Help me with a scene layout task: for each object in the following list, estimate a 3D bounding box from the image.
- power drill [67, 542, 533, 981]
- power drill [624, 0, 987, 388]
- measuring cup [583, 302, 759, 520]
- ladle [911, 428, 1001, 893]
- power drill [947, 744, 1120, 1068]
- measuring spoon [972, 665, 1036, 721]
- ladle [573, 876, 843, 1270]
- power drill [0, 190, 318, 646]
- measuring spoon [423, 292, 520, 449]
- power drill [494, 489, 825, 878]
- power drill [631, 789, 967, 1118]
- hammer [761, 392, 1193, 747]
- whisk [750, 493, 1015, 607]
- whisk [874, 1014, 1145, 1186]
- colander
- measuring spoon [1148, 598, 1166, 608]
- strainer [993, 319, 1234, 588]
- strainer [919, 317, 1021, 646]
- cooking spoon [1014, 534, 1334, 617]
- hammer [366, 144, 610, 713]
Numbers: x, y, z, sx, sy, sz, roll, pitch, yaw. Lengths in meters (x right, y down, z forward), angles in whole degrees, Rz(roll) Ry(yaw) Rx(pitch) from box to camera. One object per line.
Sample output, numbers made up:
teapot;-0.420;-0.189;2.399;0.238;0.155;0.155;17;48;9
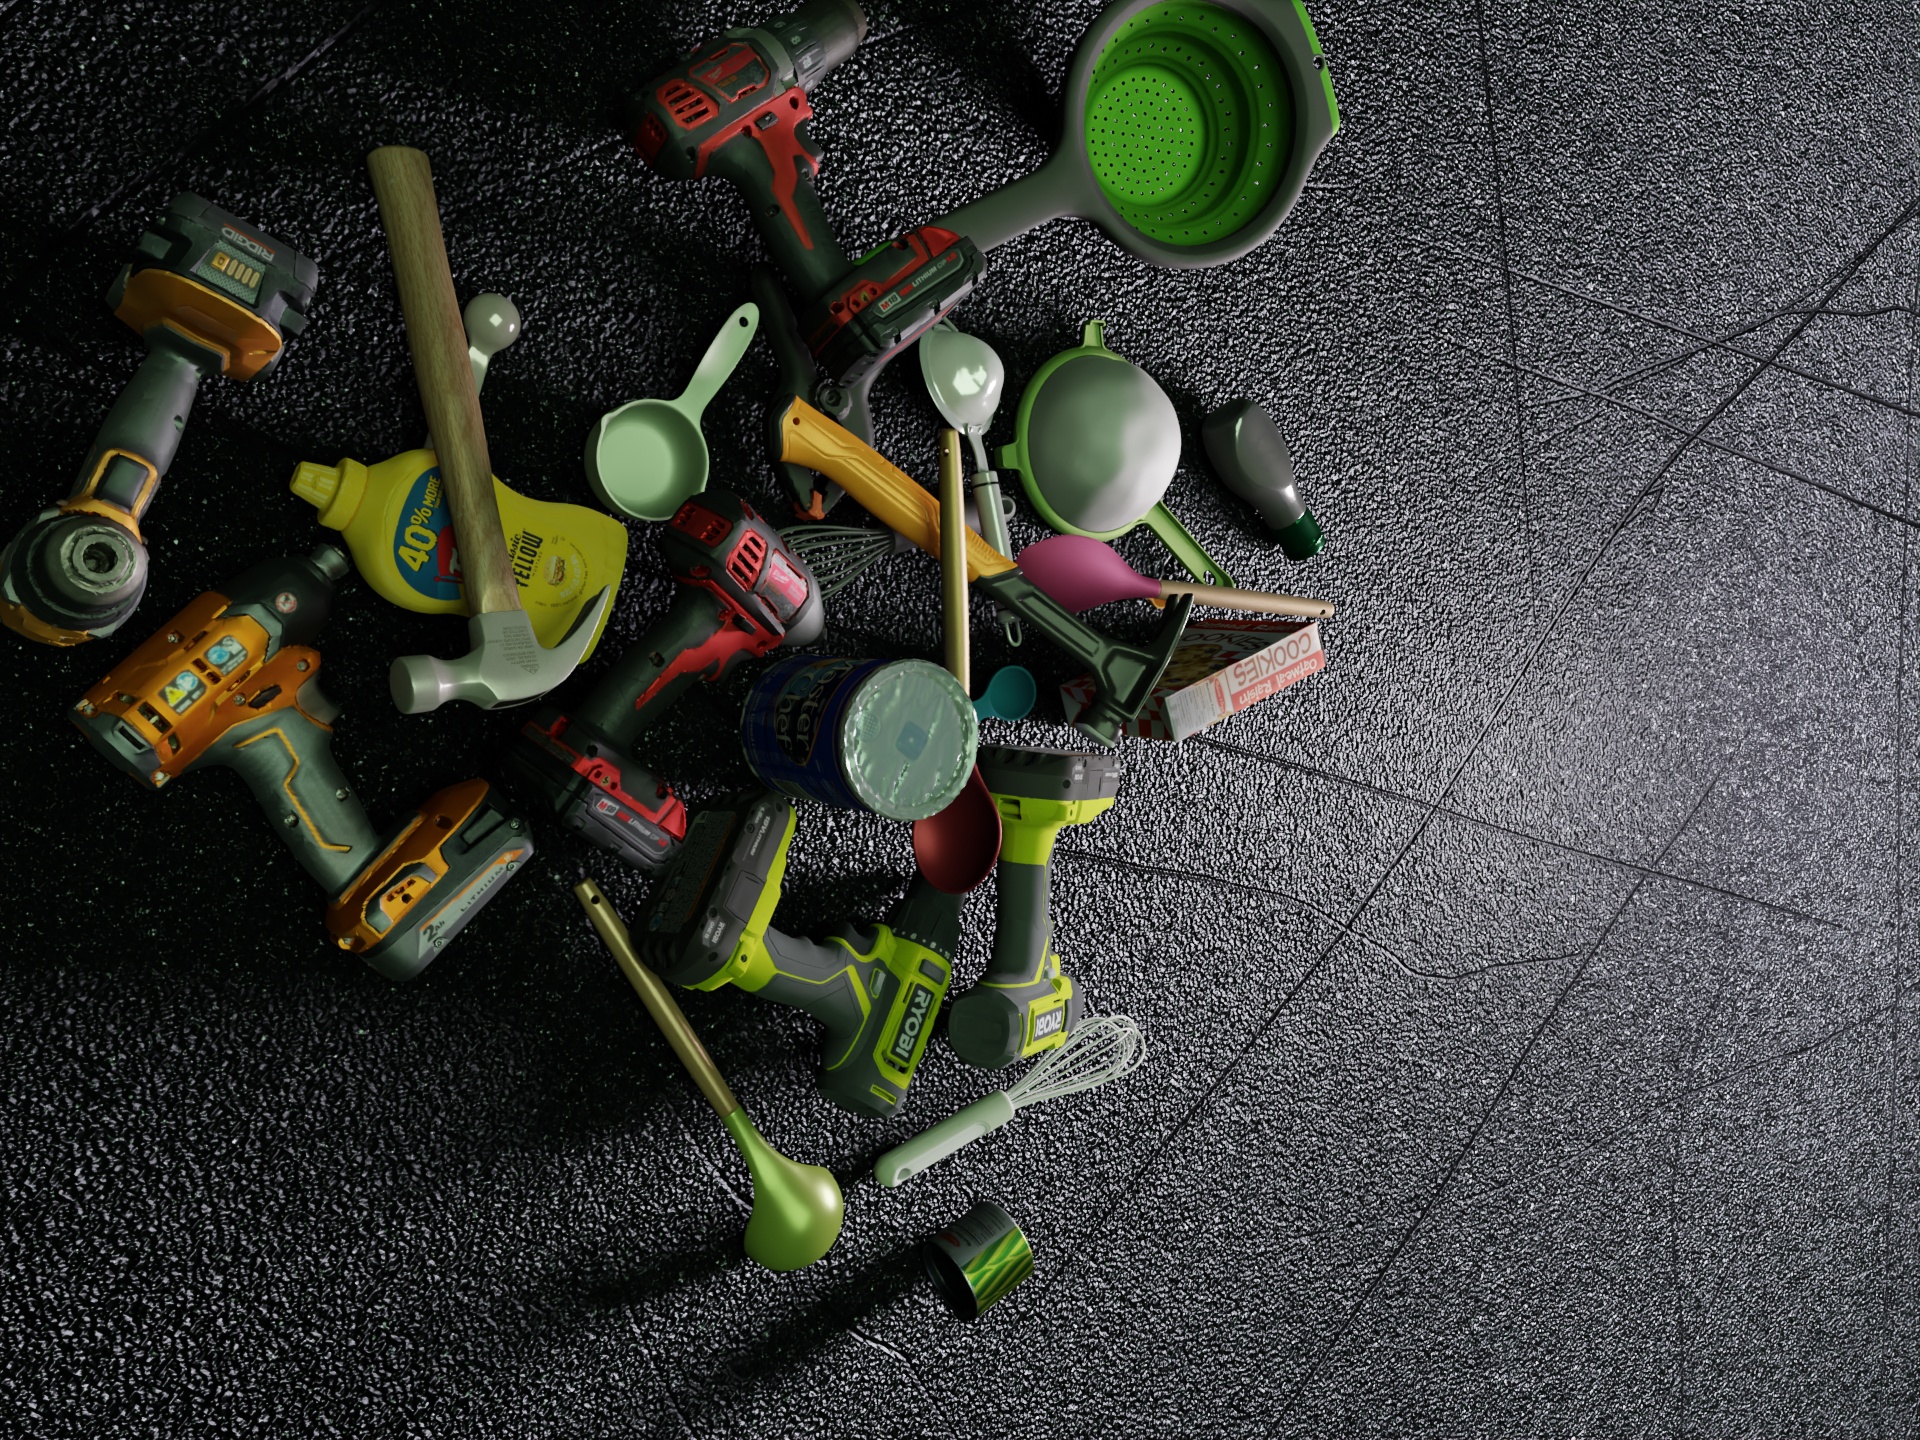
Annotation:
power drill;-0.352;0.020;0.900;0.164;0.084;0.226;-50;114;-22
power drill;-0.084;-0.355;1.040;0.188;0.080;0.226;-43;99;-26
measuring cup;-0.182;-0.202;1.027;0.083;0.038;0.168;40;70;-30
ladle;-0.004;-0.037;1.073;0.031;0.069;0.315;-25;117;-60
power drill;0.058;0.133;1.175;0.171;0.080;0.223;3;94;-64
measuring spoon;-0.002;-0.004;1.181;0.128;0.021;0.042;-26;108;-21
ladle;-0.174;0.239;1.068;0.078;0.062;0.320;-36;106;-26
power drill;-0.404;-0.144;0.790;0.084;0.185;0.226;28;74;-31
measuring spoon;-0.296;-0.201;0.958;0.034;0.018;0.124;24;80;-34
power drill;-0.171;-0.022;0.986;0.220;0.079;0.143;-56;145;-8
power drill;-0.093;0.142;1.085;0.228;0.080;0.191;39;62;-34
hammer;0.011;-0.120;1.096;0.336;0.034;0.127;34;81;-21
whisk;-0.050;-0.125;1.118;0.239;0.055;0.055;-21;105;-37
whisk;0.040;0.289;1.211;0.246;0.059;0.057;-24;134;-27
colander;0.085;-0.405;1.178;0.397;0.095;0.204;-29;110;-11
measuring spoon;0.120;-0.114;1.260;0.116;0.011;0.021;19;82;-30
strainer;0.152;-0.180;1.238;0.256;0.069;0.151;43;70;-27
strainer;0.018;-0.180;1.137;0.087;0.050;0.258;-13;93;-56
cooking spoon;0.176;-0.102;1.267;0.318;0.017;0.068;3;120;-30
hammer;-0.286;-0.169;0.907;0.130;0.031;0.331;-8;81;-41
